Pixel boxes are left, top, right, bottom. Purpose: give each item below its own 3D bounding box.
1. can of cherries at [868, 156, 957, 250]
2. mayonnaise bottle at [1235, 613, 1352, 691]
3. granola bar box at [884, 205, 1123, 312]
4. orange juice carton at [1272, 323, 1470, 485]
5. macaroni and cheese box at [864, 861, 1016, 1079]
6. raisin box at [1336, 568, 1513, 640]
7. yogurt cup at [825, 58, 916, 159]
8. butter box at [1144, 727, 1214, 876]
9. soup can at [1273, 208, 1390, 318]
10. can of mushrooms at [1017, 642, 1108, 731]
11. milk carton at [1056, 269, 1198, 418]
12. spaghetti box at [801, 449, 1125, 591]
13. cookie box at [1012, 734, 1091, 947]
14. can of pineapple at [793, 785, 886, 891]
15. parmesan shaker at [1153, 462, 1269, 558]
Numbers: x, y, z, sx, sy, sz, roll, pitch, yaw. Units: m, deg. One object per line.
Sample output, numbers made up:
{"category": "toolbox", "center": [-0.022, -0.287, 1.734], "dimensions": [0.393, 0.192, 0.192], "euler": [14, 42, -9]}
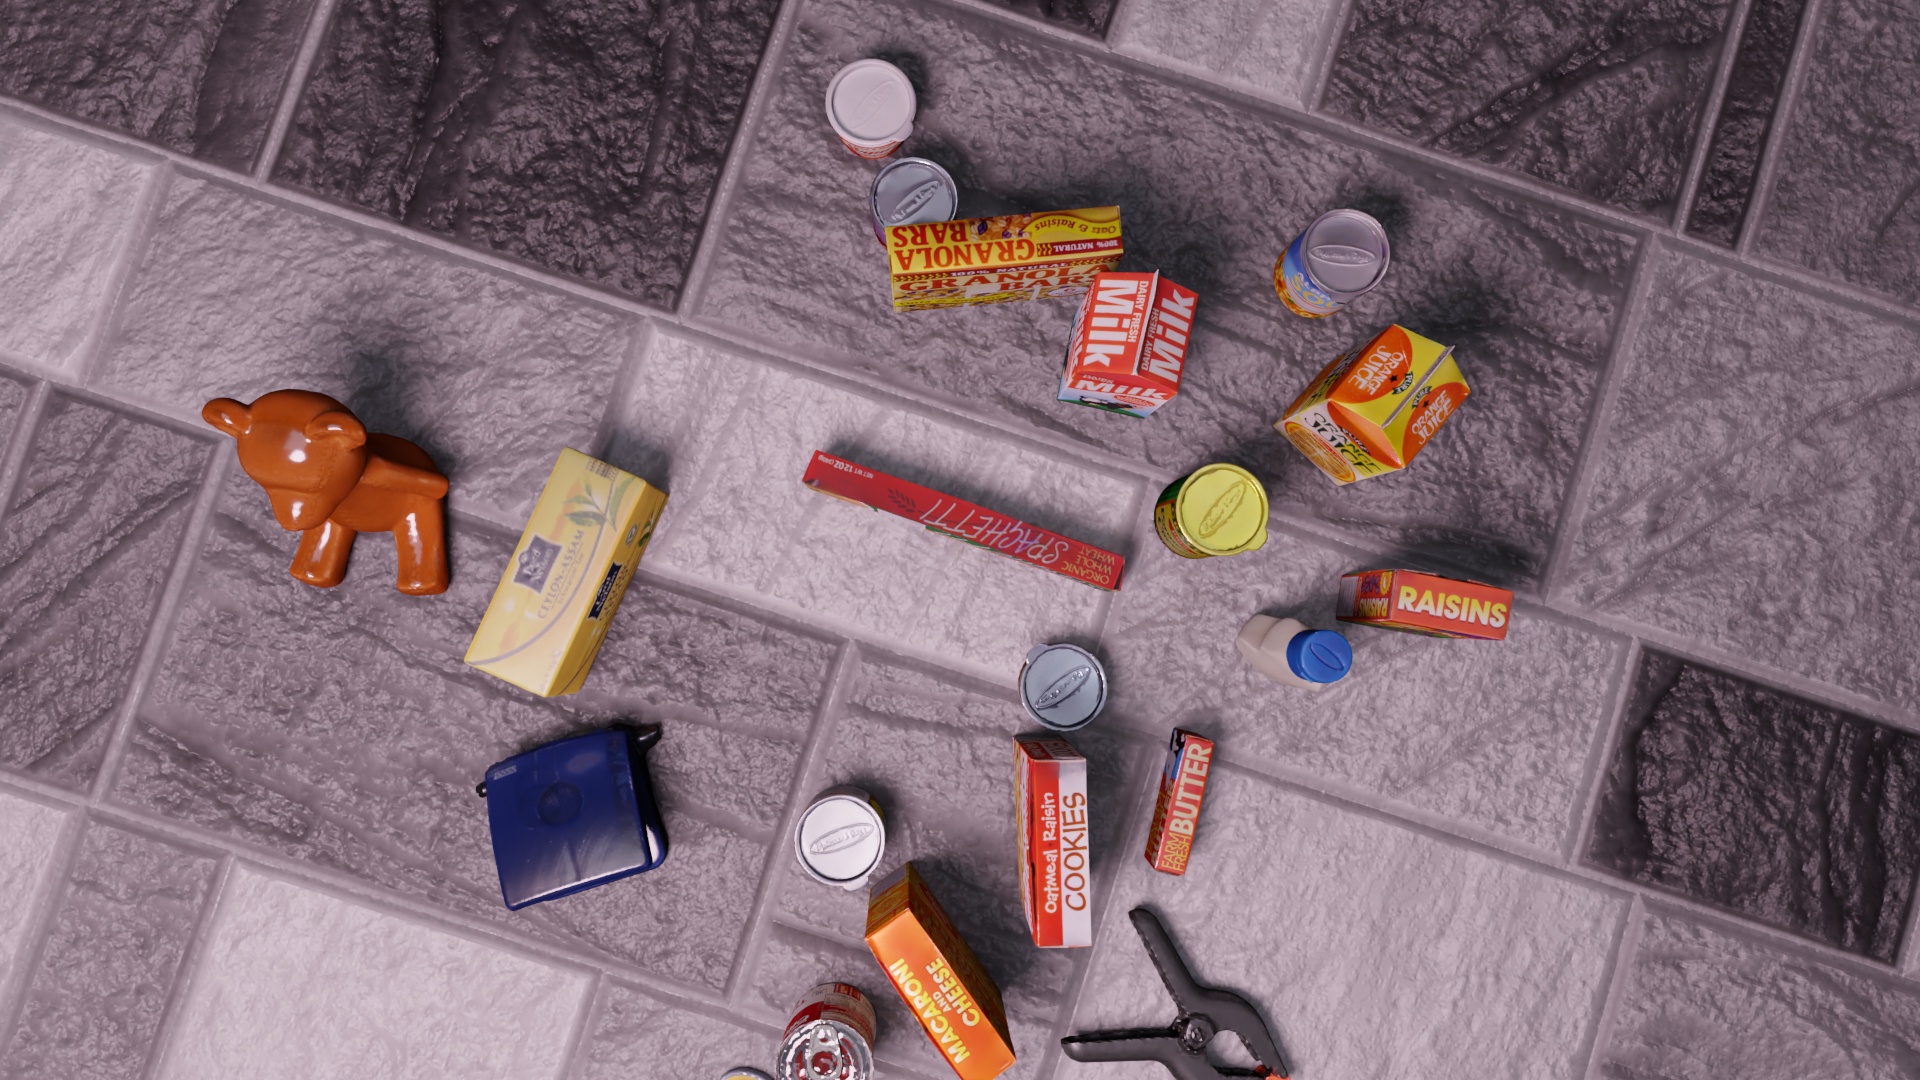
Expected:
{"category": "can of cherries", "center": [-0.035, -0.249, 1.060], "dimensions": [0.071, 0.058, 0.071], "euler": [0, 87, -2]}
{"category": "mayonnaise bottle", "center": [0.244, 0.081, 1.005], "dimensions": [0.065, 0.148, 0.041], "euler": [38, 87, 0]}
{"category": "granola bar box", "center": [0.030, -0.205, 1.027], "dimensions": [0.166, 0.124, 0.039], "euler": [-6, 87, -2]}
{"category": "orange juice carton", "center": [0.296, -0.096, 0.995], "dimensions": [0.073, 0.192, 0.072], "euler": [42, 87, 1]}
{"category": "macaroni and cheese box", "center": [-0.016, 0.301, 0.973], "dimensions": [0.040, 0.166, 0.123], "euler": [-35, 89, -3]}
{"category": "raisin box", "center": [0.338, 0.047, 1.022], "dimensions": [0.086, 0.123, 0.040], "euler": [11, 87, -1]}
{"category": "yogurt cup", "center": [-0.068, -0.327, 1.066], "dimensions": [0.072, 0.054, 0.072], "euler": [0, 87, -2]}
{"category": "butter box", "center": [0.164, 0.196, 1.043], "dimensions": [0.024, 0.053, 0.103], "euler": [14, 86, -1]}
{"category": "soup can", "center": [0.280, -0.206, 1.055], "dimensions": [0.071, 0.083, 0.071], "euler": [0, 87, -2]}
{"category": "can of mushrooms", "center": [0.076, 0.109, 1.055], "dimensions": [0.071, 0.033, 0.071], "euler": [0, 87, -2]}
{"category": "milk carton", "center": [0.119, -0.139, 0.992], "dimensions": [0.073, 0.190, 0.072], "euler": [12, 87, -1]}
{"category": "spaghetti box", "center": [0.004, -0.013, 1.051], "dimensions": [0.250, 0.050, 0.028], "euler": [19, 87, -1]}
{"category": "cookie box", "center": [0.062, 0.206, 0.981], "dimensions": [0.040, 0.167, 0.123], "euler": [-2, 87, -2]}
{"category": "can of pineapple", "center": [-0.088, 0.220, 1.030], "dimensions": [0.071, 0.058, 0.071], "euler": [0, 87, -2]}
{"category": "parmesan shaker", "center": [0.186, -0.018, 1.031], "dimensions": [0.071, 0.103, 0.071], "euler": [0, 87, -2]}
